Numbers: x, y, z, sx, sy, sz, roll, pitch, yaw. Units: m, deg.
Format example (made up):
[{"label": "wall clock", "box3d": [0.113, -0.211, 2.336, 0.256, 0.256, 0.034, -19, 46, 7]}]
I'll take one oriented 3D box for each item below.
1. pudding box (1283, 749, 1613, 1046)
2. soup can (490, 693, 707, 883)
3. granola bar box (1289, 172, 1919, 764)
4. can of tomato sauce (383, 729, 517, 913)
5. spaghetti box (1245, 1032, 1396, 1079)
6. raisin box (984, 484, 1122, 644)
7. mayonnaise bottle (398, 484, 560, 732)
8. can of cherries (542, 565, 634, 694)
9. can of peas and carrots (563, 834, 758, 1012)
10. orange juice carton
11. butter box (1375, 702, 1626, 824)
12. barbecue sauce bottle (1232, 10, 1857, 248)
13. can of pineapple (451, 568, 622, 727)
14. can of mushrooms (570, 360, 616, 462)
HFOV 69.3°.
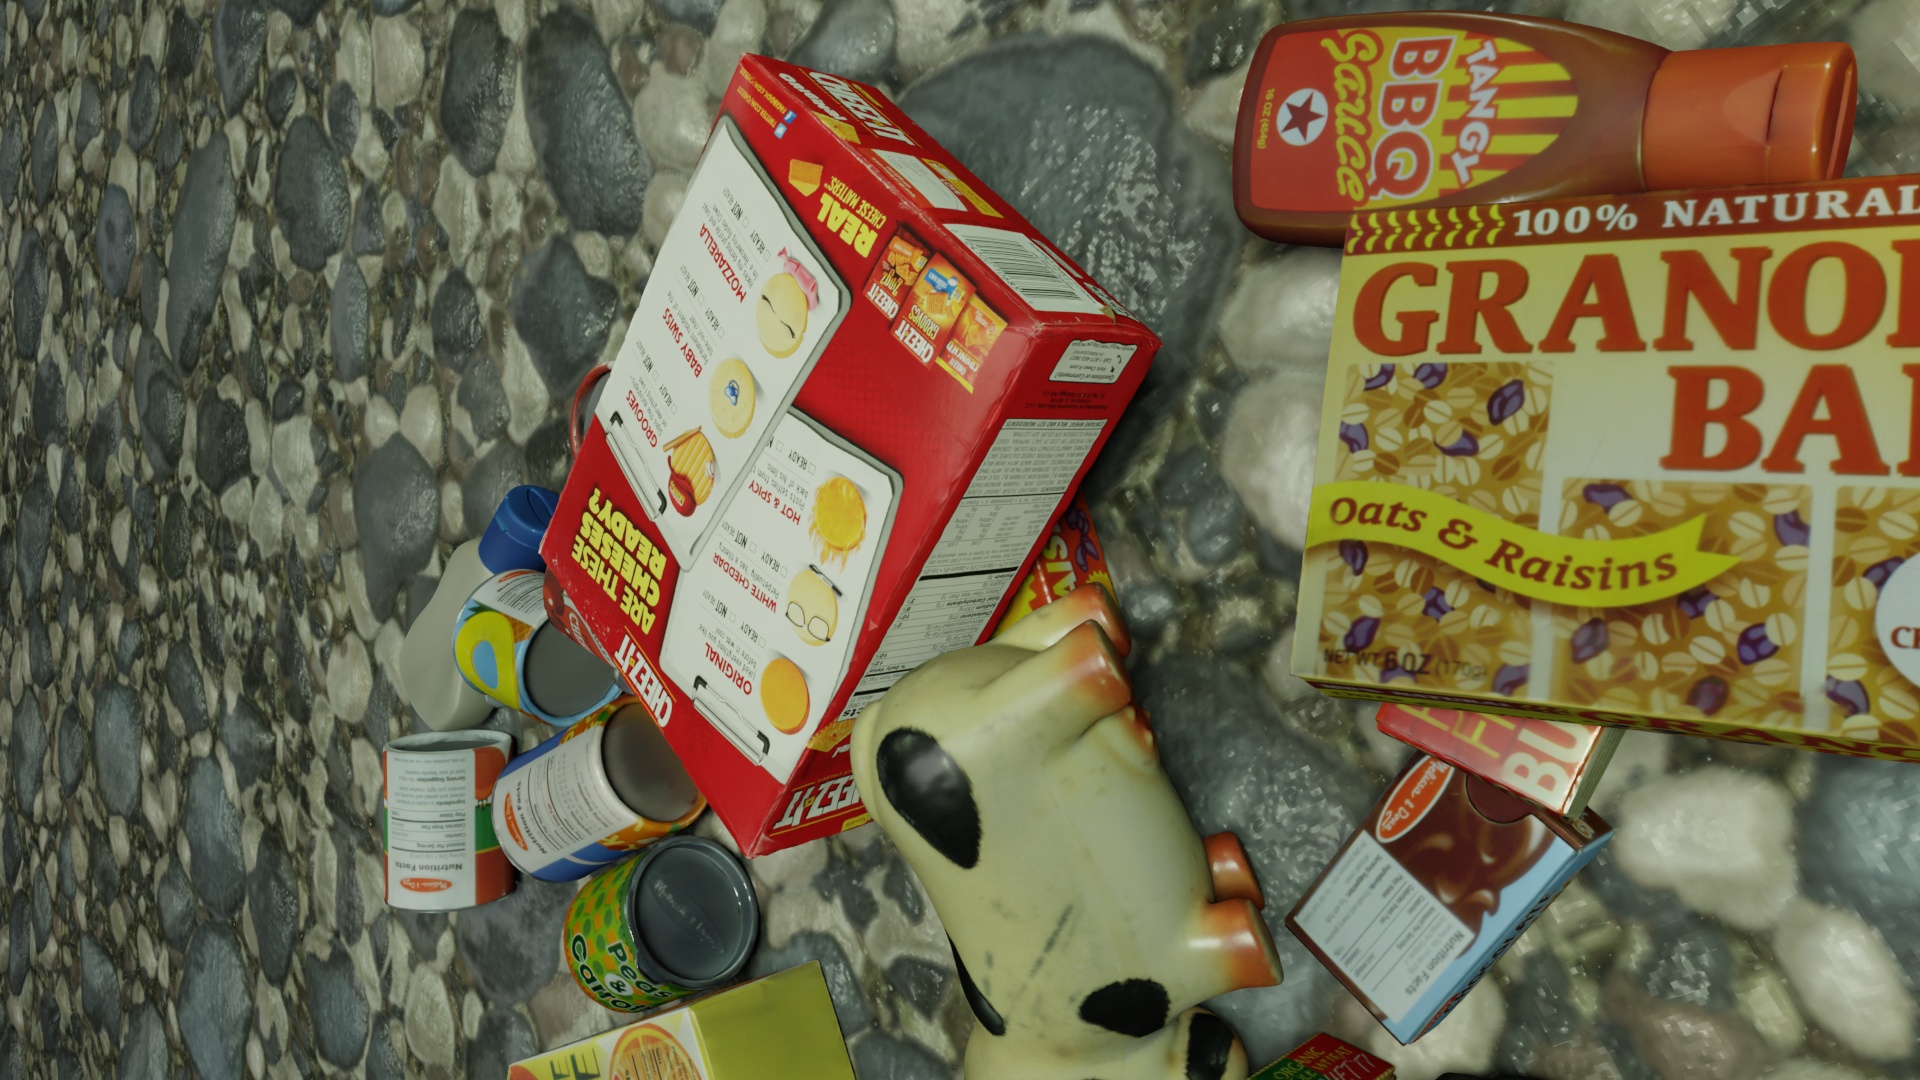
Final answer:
[{"label": "pudding box", "box3d": [0.137, 0.096, 0.396, 0.050, 0.030, 0.083, 45, 120, 32]}, {"label": "soup can", "box3d": [-0.162, 0.113, 0.640, 0.083, 0.071, 0.071, -30, 73, 34]}, {"label": "granola bar box", "box3d": [0.169, -0.017, 0.319, 0.165, 0.039, 0.124, 4, 79, 32]}, {"label": "can of tomato sauce", "box3d": [-0.271, 0.147, 0.740, 0.071, 0.071, 0.083, 2, 93, 42]}, {"label": "spaghetti box", "box3d": [0.087, 0.278, 0.437, 0.029, 0.050, 0.249, 20, 105, 41]}, {"label": "raisin box", "box3d": [0.002, -0.006, 0.505, 0.086, 0.040, 0.123, -27, 74, 39]}, {"label": "mayonnaise bottle", "box3d": [-0.249, 0.034, 0.730, 0.147, 0.041, 0.065, -51, 60, 30]}, {"label": "can of cherries", "box3d": [-0.143, 0.026, 0.615, 0.058, 0.071, 0.071, 23, 108, 39]}, {"label": "can of peas and carrots", "box3d": [-0.134, 0.172, 0.614, 0.058, 0.071, 0.071, -32, 72, 39]}, {"label": "orange juice carton", "box3d": [-0.136, 0.250, 0.619, 0.192, 0.072, 0.073, -30, 73, 38]}, {"label": "butter box", "box3d": [0.155, 0.016, 0.358, 0.053, 0.024, 0.103, 28, 92, 36]}, {"label": "barbecue sauce bottle", "box3d": [0.147, -0.108, 0.367, 0.148, 0.044, 0.064, 13, 96, 40]}, {"label": "can of pineapple", "box3d": [-0.200, 0.053, 0.670, 0.058, 0.071, 0.071, 15, 102, 40]}, {"label": "can of mushrooms", "box3d": [-0.150, -0.051, 0.642, 0.071, 0.033, 0.071, 4, 96, 42]}]
